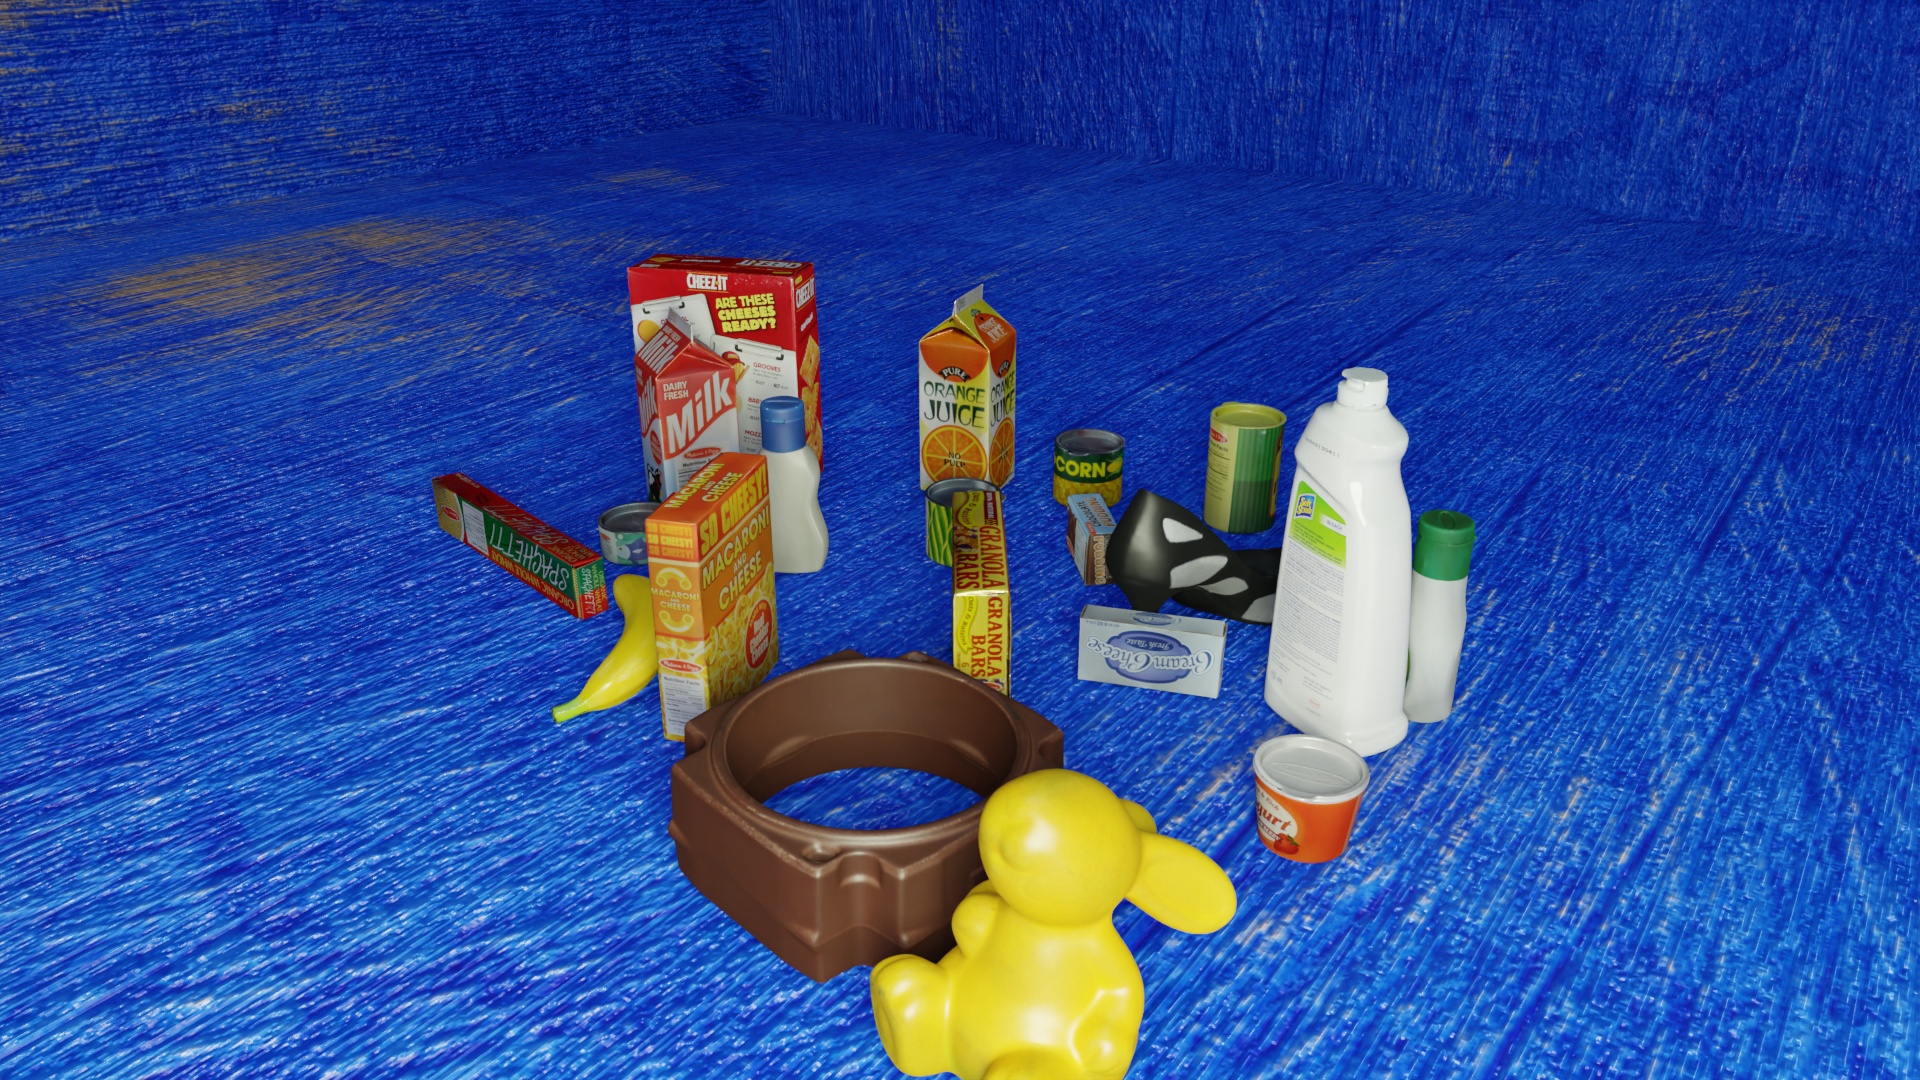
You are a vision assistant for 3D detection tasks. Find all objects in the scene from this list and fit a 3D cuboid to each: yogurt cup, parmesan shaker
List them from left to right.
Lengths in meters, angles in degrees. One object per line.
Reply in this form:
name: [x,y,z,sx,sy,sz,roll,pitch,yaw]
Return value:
parmesan shaker: [0.255,-0.066,1.258,0.071,0.102,0.071,0,25,0]
yogurt cup: [0.209,0.157,0.839,0.072,0.053,0.073,0,25,0]

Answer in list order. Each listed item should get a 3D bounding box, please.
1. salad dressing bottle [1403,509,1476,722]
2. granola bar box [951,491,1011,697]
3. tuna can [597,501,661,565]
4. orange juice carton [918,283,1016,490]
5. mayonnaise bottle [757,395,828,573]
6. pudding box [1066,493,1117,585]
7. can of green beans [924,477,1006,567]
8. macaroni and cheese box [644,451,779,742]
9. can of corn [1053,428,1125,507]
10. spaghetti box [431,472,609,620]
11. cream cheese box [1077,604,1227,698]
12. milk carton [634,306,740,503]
salad dressing bottle: [0.324,0.052,0.954,0.044,0.147,0.064,5,25,11]
granola bar box: [0.013,0.053,0.977,0.039,0.123,0.166,0,25,-1]
tuna can: [-0.278,-0.007,1.210,0.071,0.032,0.071,0,25,0]
orange juice carton: [0.008,-0.141,1.312,0.073,0.191,0.072,10,27,21]
mayonnaise bottle: [-0.145,-0.046,1.160,0.065,0.147,0.041,2,25,5]
pudding box: [0.113,-0.002,1.183,0.030,0.049,0.084,-3,25,-7]
can of green beans: [0.002,-0.016,1.202,0.071,0.057,0.071,0,25,0]
macaroni and cheese box: [-0.169,0.038,0.960,0.040,0.165,0.124,6,26,13]
can of corn: [0.120,-0.067,1.311,0.071,0.058,0.071,0,25,0]
spaghetti box: [-0.375,0.001,1.173,0.029,0.050,0.250,-22,33,-39]
cream cheese box: [0.138,0.080,1.004,0.104,0.053,0.024,6,25,13]
milk carton: [-0.244,-0.109,1.244,0.074,0.189,0.072,-12,27,-25]
